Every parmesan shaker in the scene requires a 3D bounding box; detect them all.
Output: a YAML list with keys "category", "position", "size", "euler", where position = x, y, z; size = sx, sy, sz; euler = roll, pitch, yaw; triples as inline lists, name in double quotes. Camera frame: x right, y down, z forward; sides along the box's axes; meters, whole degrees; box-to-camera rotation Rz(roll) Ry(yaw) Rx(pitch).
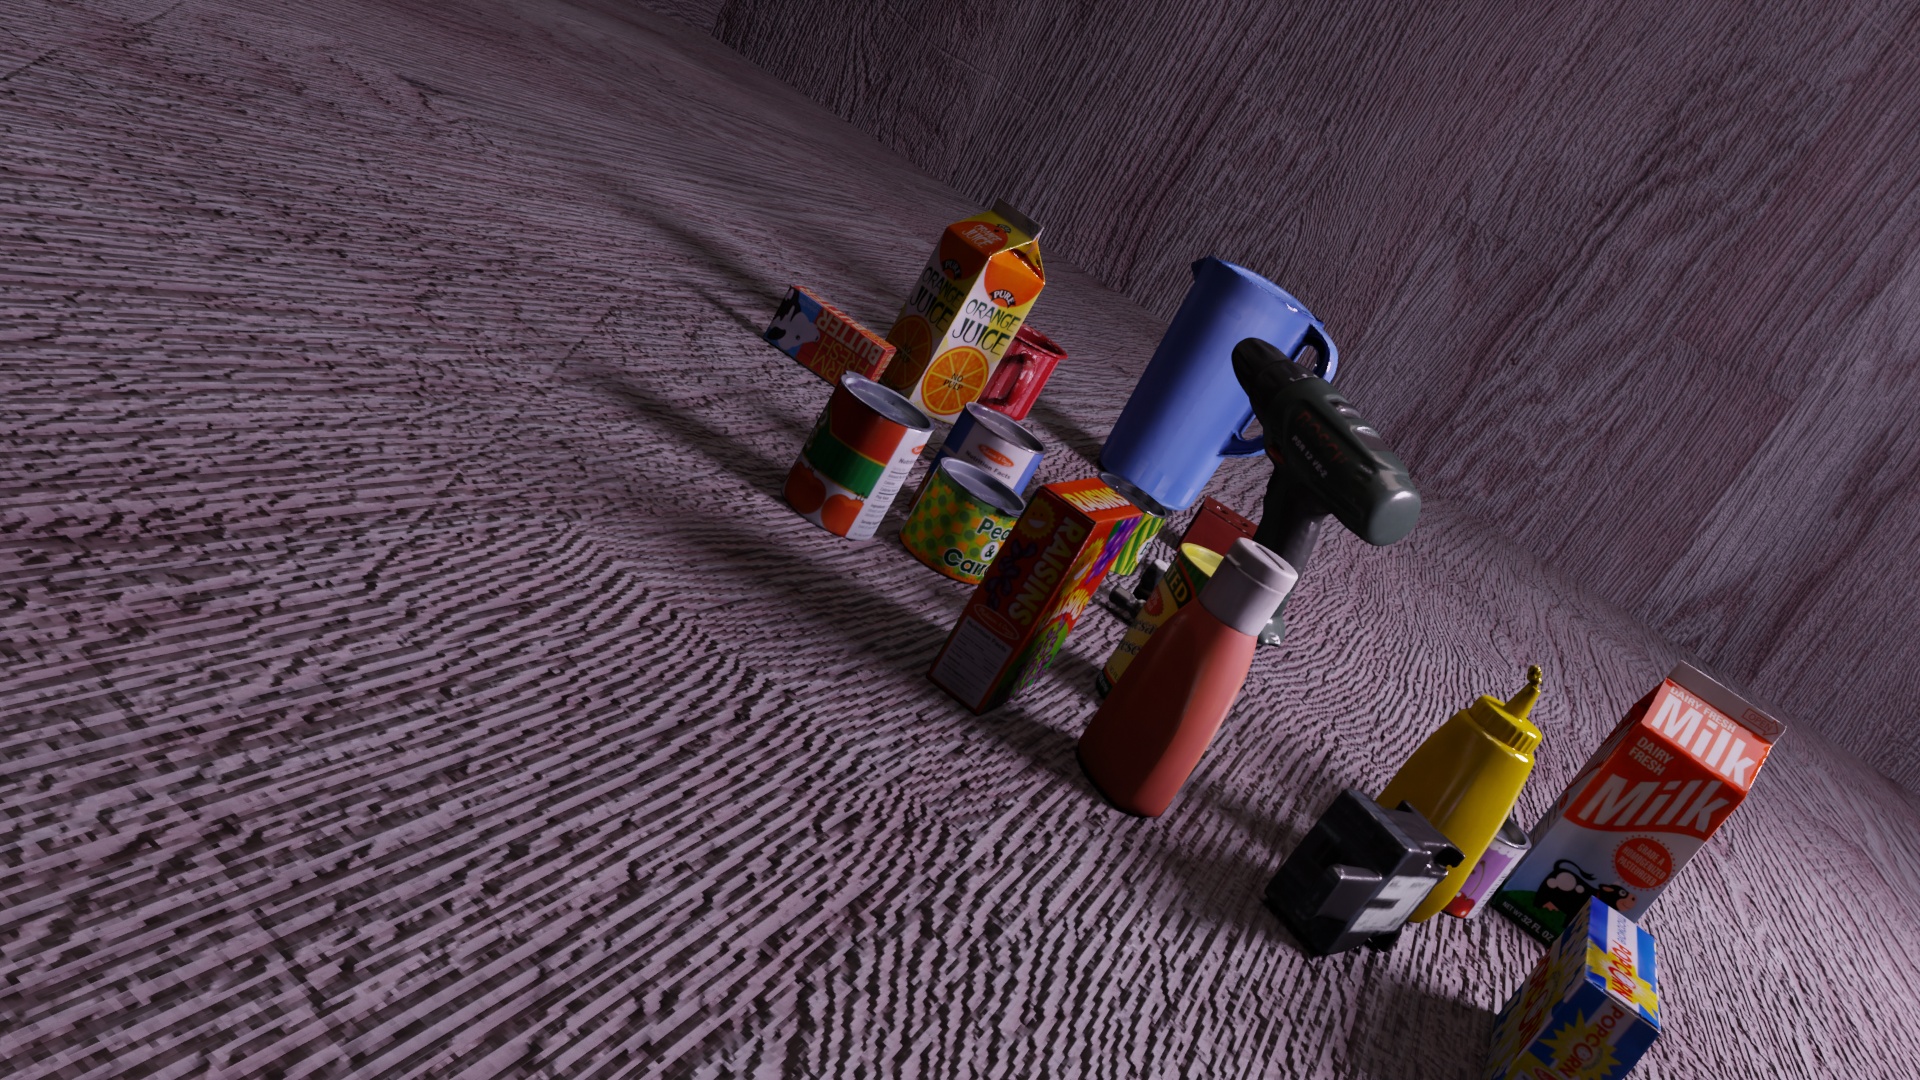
- category: "parmesan shaker"
  position: [0.136, 0.063, 0.842]
  size: [0.071, 0.102, 0.071]
  euler: [28, 17, -9]

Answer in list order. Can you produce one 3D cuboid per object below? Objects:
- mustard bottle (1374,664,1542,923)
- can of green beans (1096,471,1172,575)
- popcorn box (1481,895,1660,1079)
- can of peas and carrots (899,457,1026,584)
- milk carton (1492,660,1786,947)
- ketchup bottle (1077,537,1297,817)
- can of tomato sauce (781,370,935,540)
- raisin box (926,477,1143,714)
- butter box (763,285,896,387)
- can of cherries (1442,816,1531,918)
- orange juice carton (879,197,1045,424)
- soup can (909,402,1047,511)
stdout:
- category: "mustard bottle"
  position: [0.280, 0.137, 0.776]
  size: [0.049, 0.159, 0.065]
  euler: [26, 17, -16]
- category: "can of green beans"
  position: [0.124, -0.013, 1.113]
  size: [0.071, 0.057, 0.071]
  euler: [28, 17, -9]
- category: "popcorn box"
  position: [0.292, 0.230, 0.665]
  size: [0.038, 0.085, 0.127]
  euler: [37, 18, 19]
- category: "can of peas and carrots"
  position: [0.003, -0.011, 0.906]
  size: [0.071, 0.058, 0.071]
  euler: [28, 17, -9]
- category: "milk carton"
  position: [0.422, 0.170, 0.870]
  size: [0.072, 0.190, 0.073]
  euler: [36, 17, 18]
- category: "ketchup bottle"
  position: [0.118, 0.069, 0.721]
  size: [0.043, 0.148, 0.065]
  euler: [21, 19, -30]
- category: "can of tomato sauce"
  position: [-0.066, -0.053, 0.866]
  size: [0.071, 0.083, 0.071]
  euler: [28, 17, -9]
- category: "raisin box"
  position: [0.041, 0.028, 0.751]
  size: [0.040, 0.123, 0.086]
  euler: [36, 18, 18]
- category: "butter box"
  position: [-0.109, -0.164, 1.156]
  size: [0.103, 0.053, 0.024]
  euler: [35, 17, 12]
- category: "can of cherries"
  position: [0.299, 0.185, 0.847]
  size: [0.071, 0.058, 0.072]
  euler: [28, 17, -9]
- category: "orange juice carton"
  position: [0.005, -0.205, 1.223]
  size: [0.073, 0.192, 0.072]
  euler: [15, 23, -43]
- category: "soup can"
  position: [0.012, -0.045, 0.972]
  size: [0.071, 0.083, 0.071]
  euler: [28, 17, -9]
